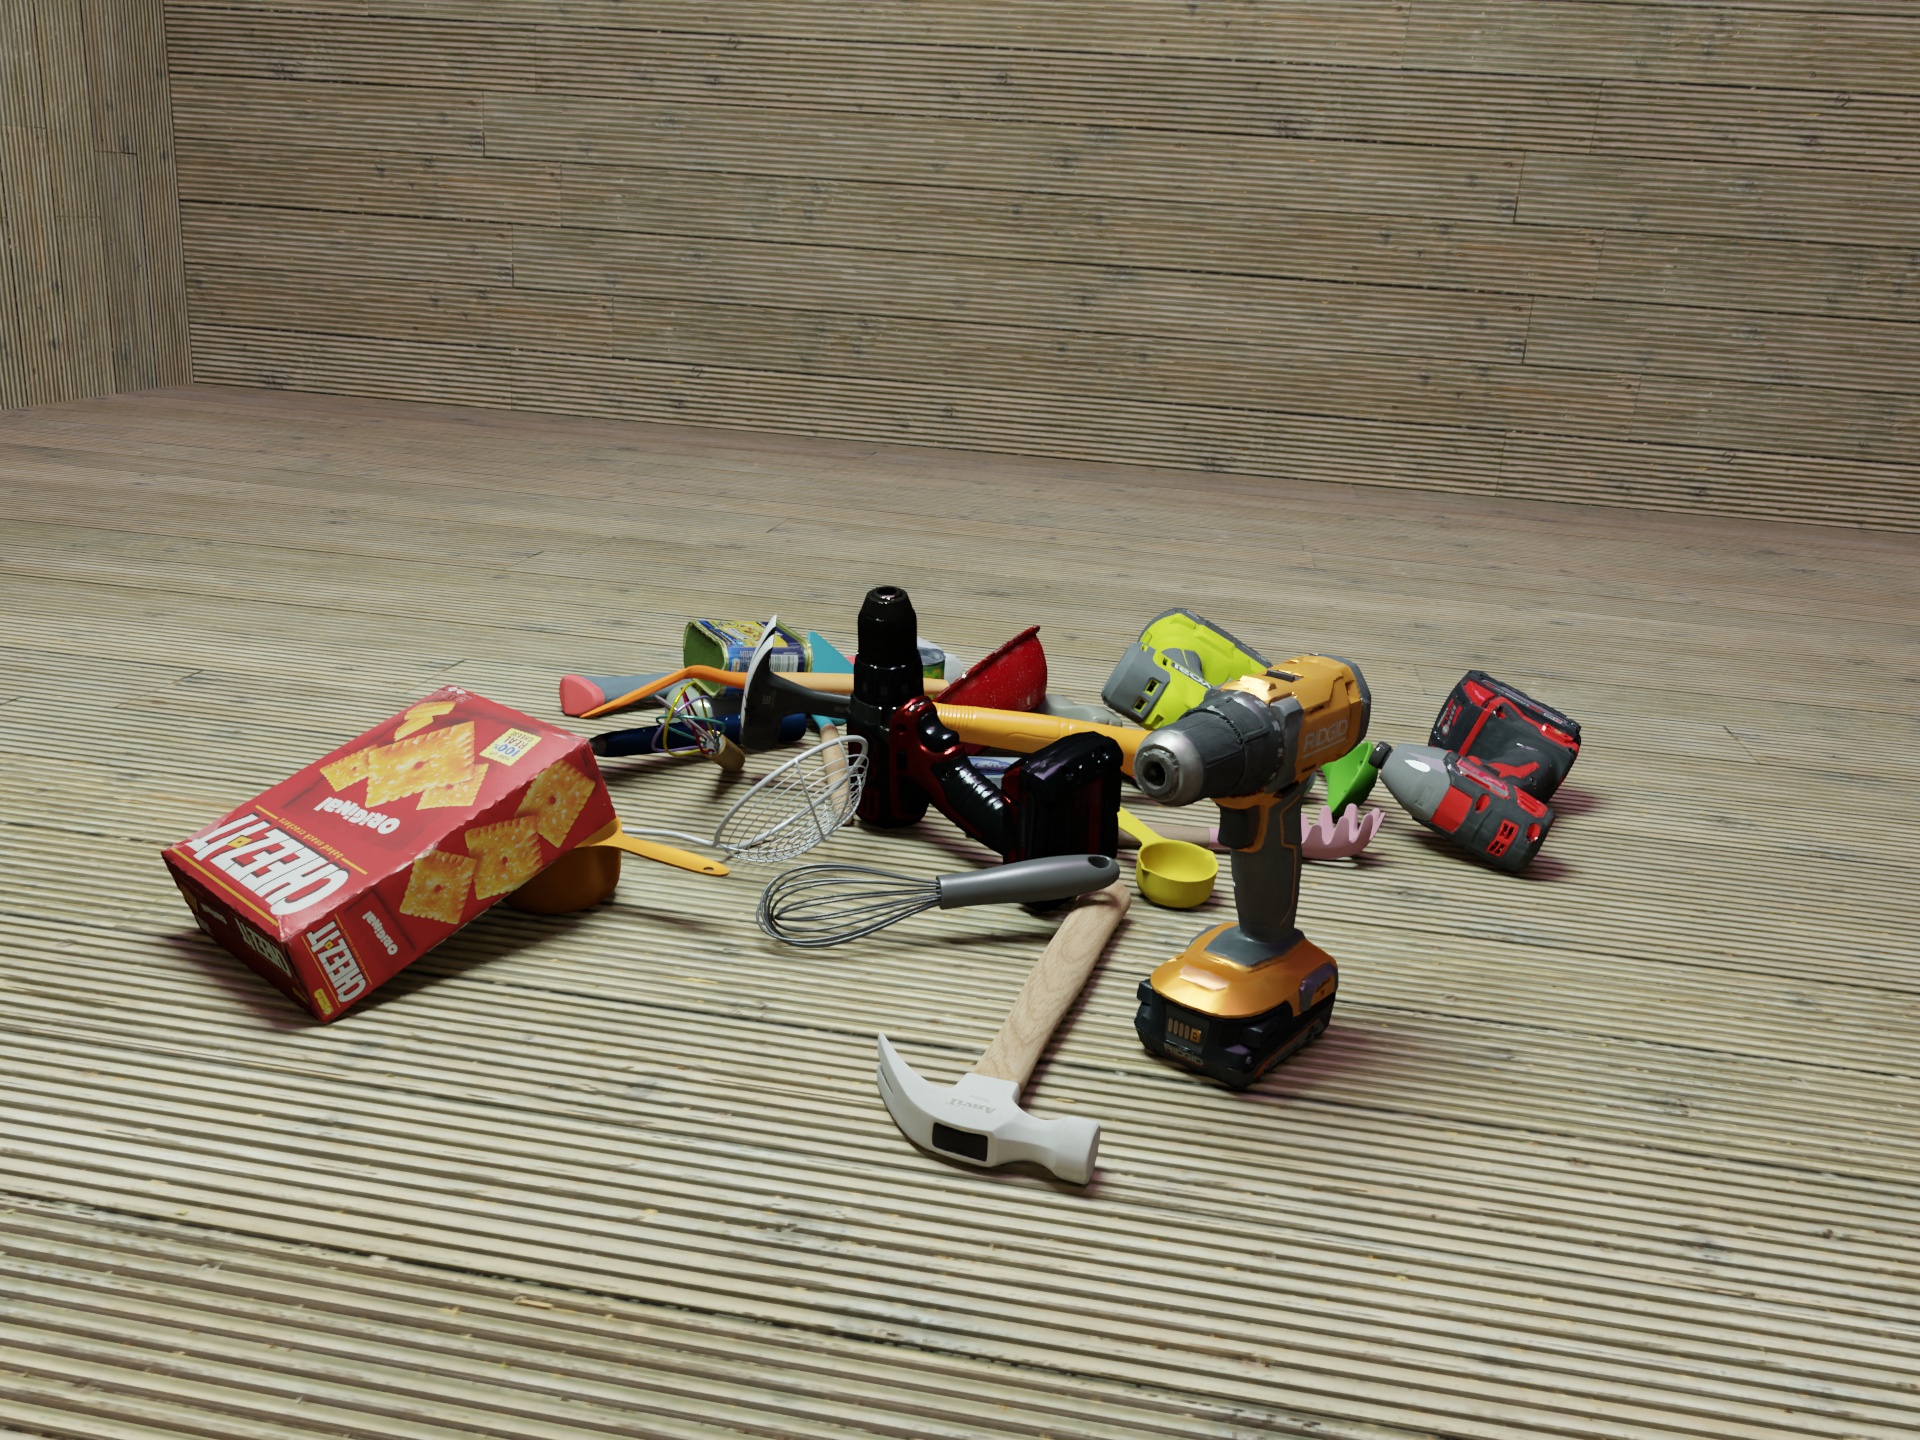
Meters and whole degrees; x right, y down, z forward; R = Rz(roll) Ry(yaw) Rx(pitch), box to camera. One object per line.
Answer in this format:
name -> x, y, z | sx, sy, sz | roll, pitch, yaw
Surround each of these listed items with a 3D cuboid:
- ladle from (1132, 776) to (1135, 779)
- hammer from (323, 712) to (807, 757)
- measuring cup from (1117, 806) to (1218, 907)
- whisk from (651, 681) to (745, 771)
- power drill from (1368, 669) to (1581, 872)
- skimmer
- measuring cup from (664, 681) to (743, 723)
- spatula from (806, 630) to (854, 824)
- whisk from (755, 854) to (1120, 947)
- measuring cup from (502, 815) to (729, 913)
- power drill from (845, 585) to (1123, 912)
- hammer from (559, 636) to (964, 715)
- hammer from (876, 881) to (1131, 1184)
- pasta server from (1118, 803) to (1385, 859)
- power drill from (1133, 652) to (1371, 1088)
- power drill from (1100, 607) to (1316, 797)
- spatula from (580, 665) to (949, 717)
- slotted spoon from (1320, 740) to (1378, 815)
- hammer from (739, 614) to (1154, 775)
ladle -> 0.101, 0.009, 1.442 | 0.069, 0.031, 0.316 | -6, 18, -36
hammer -> -0.301, 0.021, 1.264 | 0.405, 0.035, 0.144 | -7, 1, -42
measuring cup -> 0.127, 0.091, 1.158 | 0.062, 0.029, 0.157 | -9, 27, -29
whisk -> -0.189, 0.011, 1.198 | 0.051, 0.047, 0.245 | -8, -9, 1
power drill -> 0.419, 0.037, 1.291 | 0.143, 0.078, 0.219 | 31, 29, 17
skimmer -> -0.249, 0.048, 1.137 | 0.363, 0.090, 0.127 | 3, -14, 5
measuring cup -> -0.188, -0.018, 1.437 | 0.167, 0.038, 0.083 | -11, 23, -33
spatula -> -0.104, 0.011, 1.355 | 0.082, 0.044, 0.318 | 43, 9, -21
whisk -> -0.013, 0.110, 1.026 | 0.239, 0.055, 0.055 | -6, 19, -10
measuring cup -> -0.230, 0.101, 1.041 | 0.174, 0.052, 0.095 | 12, 19, 18
power drill -> 0.004, 0.017, 1.129 | 0.227, 0.187, 0.080 | 25, 36, 38
hammer -> -0.196, -0.046, 1.530 | 0.386, 0.038, 0.143 | -6, 19, -29
hammer -> 0.048, 0.163, 0.934 | 0.130, 0.031, 0.331 | 9, 18, 15
pasta server -> 0.162, 0.080, 1.209 | 0.316, 0.040, 0.060 | 3, 5, 0
power drill -> 0.152, 0.084, 0.880 | 0.084, 0.226, 0.185 | 17, 22, 37
power drill -> 0.225, -0.015, 1.409 | 0.190, 0.080, 0.228 | 31, 19, 1
spatula -> -0.150, -0.022, 1.317 | 0.322, 0.041, 0.081 | 1, -6, -31
slotted spoon -> 0.313, 0.023, 1.409 | 0.031, 0.070, 0.314 | 27, 10, -9
hammer -> -0.002, -0.004, 1.257 | 0.336, 0.127, 0.034 | 9, 48, -8
